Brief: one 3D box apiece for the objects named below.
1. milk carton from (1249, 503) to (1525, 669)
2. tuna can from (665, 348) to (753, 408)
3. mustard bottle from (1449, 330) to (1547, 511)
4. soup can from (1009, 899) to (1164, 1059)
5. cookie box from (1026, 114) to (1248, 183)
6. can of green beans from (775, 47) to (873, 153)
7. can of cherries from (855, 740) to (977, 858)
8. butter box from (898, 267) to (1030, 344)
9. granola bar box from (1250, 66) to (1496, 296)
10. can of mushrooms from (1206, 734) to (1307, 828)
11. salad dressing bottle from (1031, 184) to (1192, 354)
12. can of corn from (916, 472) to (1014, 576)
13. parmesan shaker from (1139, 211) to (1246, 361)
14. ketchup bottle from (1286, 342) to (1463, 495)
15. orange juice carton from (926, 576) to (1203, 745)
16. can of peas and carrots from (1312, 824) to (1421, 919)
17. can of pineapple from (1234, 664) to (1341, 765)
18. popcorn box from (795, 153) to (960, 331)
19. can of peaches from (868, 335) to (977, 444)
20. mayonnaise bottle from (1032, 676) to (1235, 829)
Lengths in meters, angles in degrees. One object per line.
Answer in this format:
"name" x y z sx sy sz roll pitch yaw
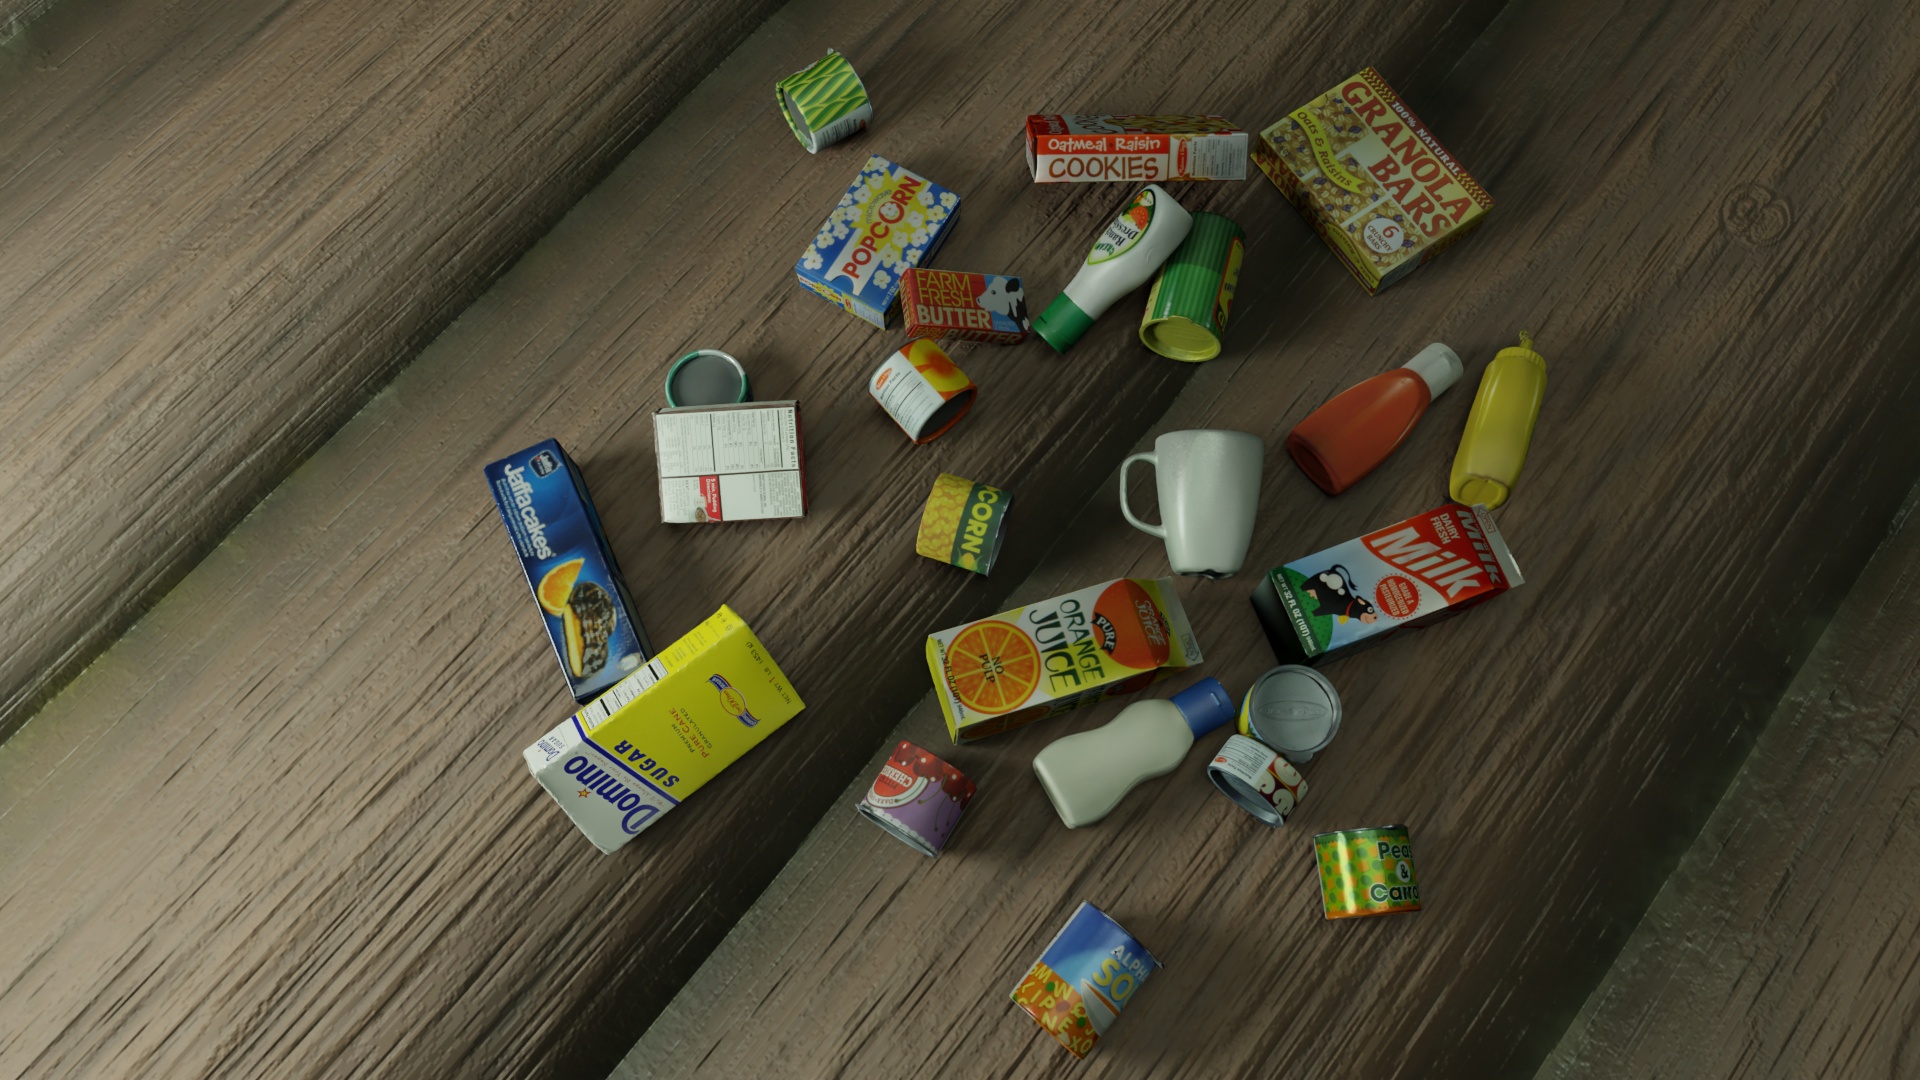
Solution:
"milk carton" 0.322 0.032 1.038 0.191 0.073 0.072 -19 73 -7
"tuna can" -0.201 -0.115 1.103 0.071 0.032 0.071 0 71 -1
"mustard bottle" 0.428 -0.102 1.091 0.049 0.065 0.161 21 69 11
"soup can" 0.086 0.301 0.948 0.071 0.071 0.084 39 76 11
"cookie box" 0.139 -0.322 1.133 0.167 0.123 0.040 0 114 0
"can of green beans" -0.115 -0.369 1.172 0.058 0.071 0.071 -32 75 -10
"can of cherries" -0.032 0.182 0.985 0.071 0.071 0.058 31 74 9
"butter box" 0.003 -0.188 1.115 0.104 0.024 0.053 -1 70 -26
"granola bar box" 0.346 -0.305 1.170 0.124 0.039 0.166 -33 75 -11
"can of mushrooms" 0.213 0.173 0.995 0.071 0.071 0.033 37 75 11
"salad dressing bottle" 0.119 -0.214 1.108 0.147 0.044 0.064 -47 34 11
"can of corn" 0.004 -0.013 1.051 0.058 0.071 0.071 17 72 6
"parmesan shaker" 0.188 -0.206 1.117 0.071 0.071 0.103 16 72 5
"ketchup bottle" 0.332 -0.101 1.099 0.149 0.043 0.065 -36 77 -12
"orange juice carton" 0.077 0.084 1.018 0.193 0.072 0.072 -16 72 -6
"can of peas and carrots" 0.286 0.233 0.972 0.071 0.070 0.059 -4 73 -2
"can of pineapple" 0.237 0.130 1.012 0.071 0.057 0.071 0 72 0
"popcorn box" -0.066 -0.247 1.146 0.085 0.038 0.127 29 73 7
"can of peaches" -0.027 -0.118 1.090 0.071 0.071 0.058 -39 76 -12
"mayonnaise bottle" 0.129 0.150 1.014 0.148 0.041 0.065 -28 76 -11
